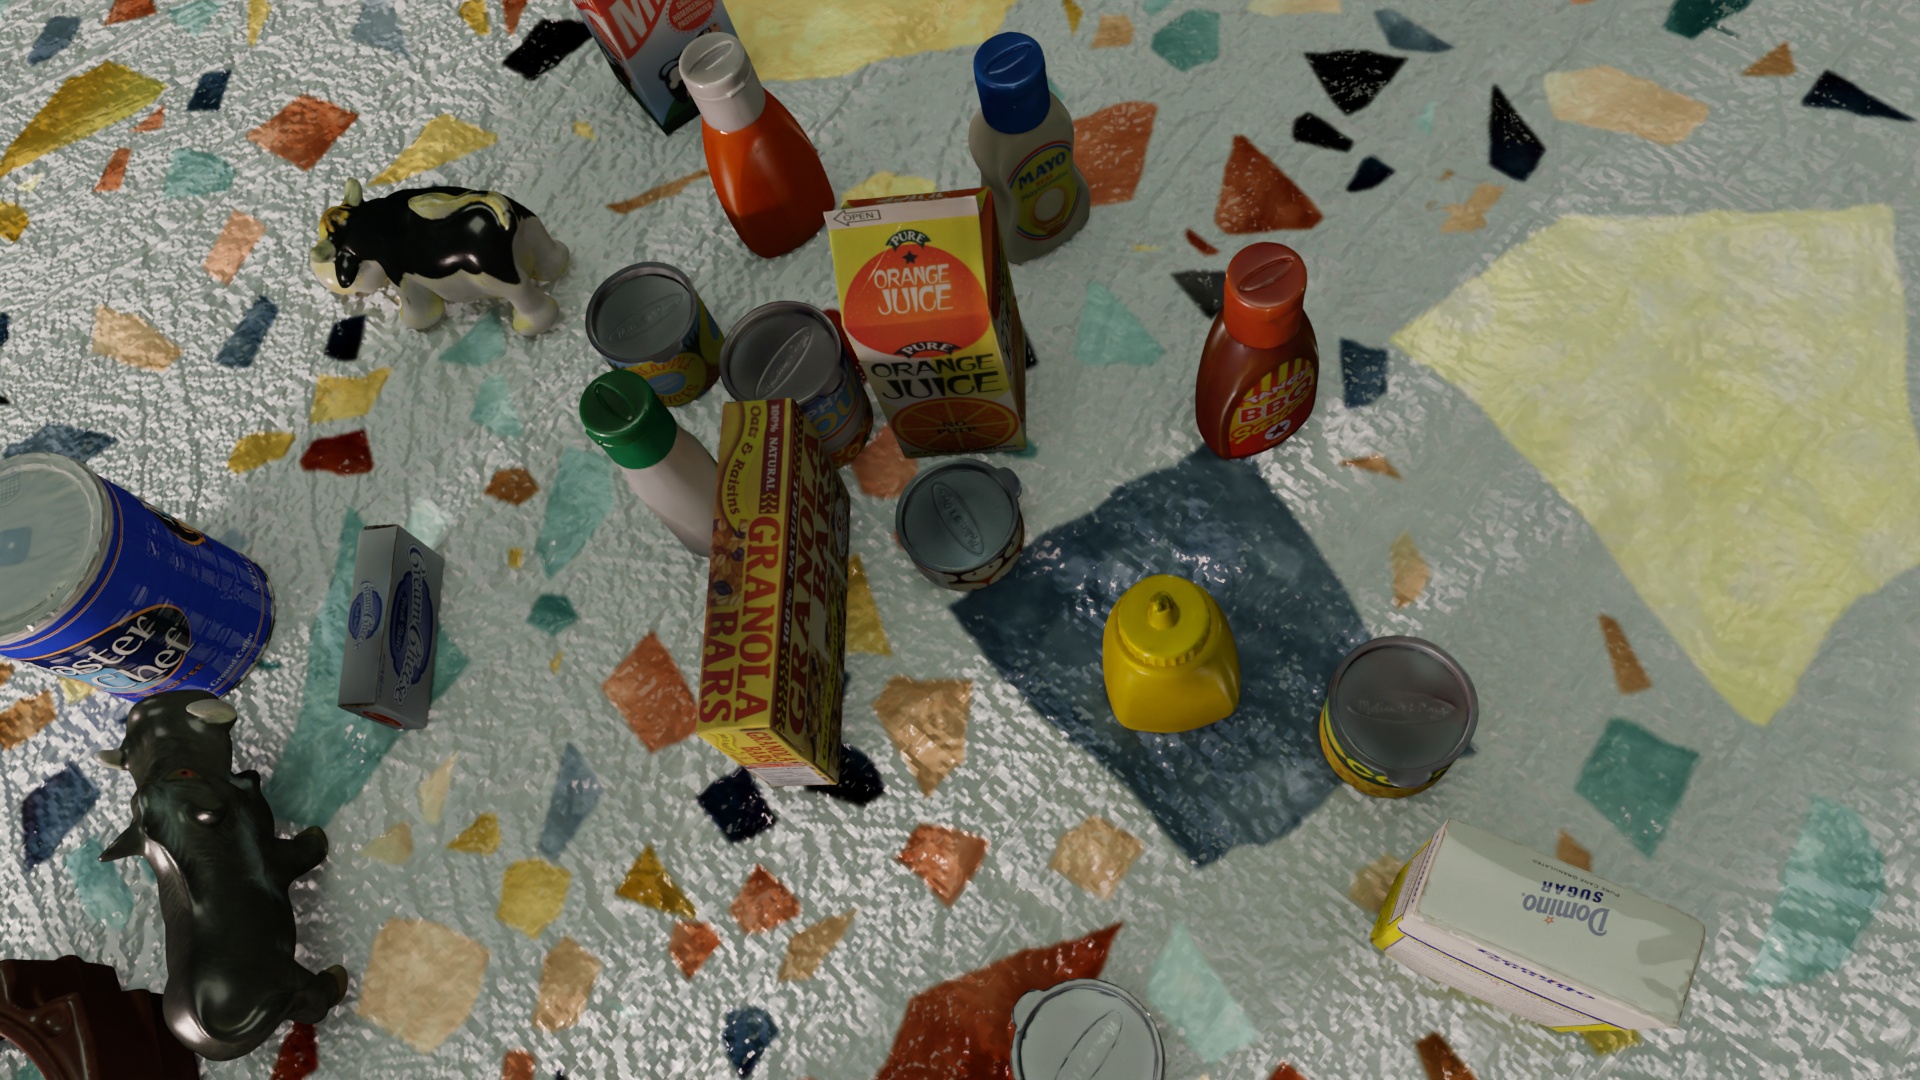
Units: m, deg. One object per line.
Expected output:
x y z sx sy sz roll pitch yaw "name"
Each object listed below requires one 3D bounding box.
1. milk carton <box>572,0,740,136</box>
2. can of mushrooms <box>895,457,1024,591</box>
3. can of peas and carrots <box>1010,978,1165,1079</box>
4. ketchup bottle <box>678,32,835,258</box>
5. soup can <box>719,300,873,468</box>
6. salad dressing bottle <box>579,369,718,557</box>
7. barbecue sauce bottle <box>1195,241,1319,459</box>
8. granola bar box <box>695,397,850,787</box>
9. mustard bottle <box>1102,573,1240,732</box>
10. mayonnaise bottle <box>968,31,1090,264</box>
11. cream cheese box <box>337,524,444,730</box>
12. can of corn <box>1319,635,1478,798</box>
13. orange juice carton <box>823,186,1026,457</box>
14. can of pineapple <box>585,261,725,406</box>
-0.196 -0.339 0.826 0.073 0.190 0.072 -38 67 -6 "milk carton"
0.003 -0.009 0.745 0.071 0.033 0.071 -3 68 8 "can of mushrooms"
0.057 0.232 0.624 0.071 0.058 0.071 -3 68 8 "can of peas and carrots"
-0.117 -0.223 0.789 0.065 0.148 0.043 -41 68 -7 "ketchup bottle"
-0.086 -0.080 0.761 0.071 0.083 0.071 -3 68 8 "soup can"
-0.151 -0.038 0.720 0.044 0.147 0.064 -45 68 -9 "salad dressing bottle"
0.149 -0.093 0.692 0.065 0.148 0.044 -29 67 -2 "barbecue sauce bottle"
-0.088 0.029 0.695 0.039 0.124 0.166 -3 68 9 "granola bar box"
0.096 0.049 0.636 0.065 0.159 0.049 -9 67 6 "mustard bottle"
0.035 -0.213 0.760 0.065 0.147 0.041 -32 67 -4 "mayonnaise bottle"
-0.311 0.048 0.763 0.024 0.053 0.104 -6 67 7 "cream cheese box"
0.206 0.087 0.658 0.071 0.058 0.071 -3 68 8 "can of corn"
-0.012 -0.115 0.703 0.072 0.192 0.073 -4 68 8 "orange juice carton"
-0.175 -0.117 0.805 0.071 0.057 0.071 -3 68 8 "can of pineapple"
